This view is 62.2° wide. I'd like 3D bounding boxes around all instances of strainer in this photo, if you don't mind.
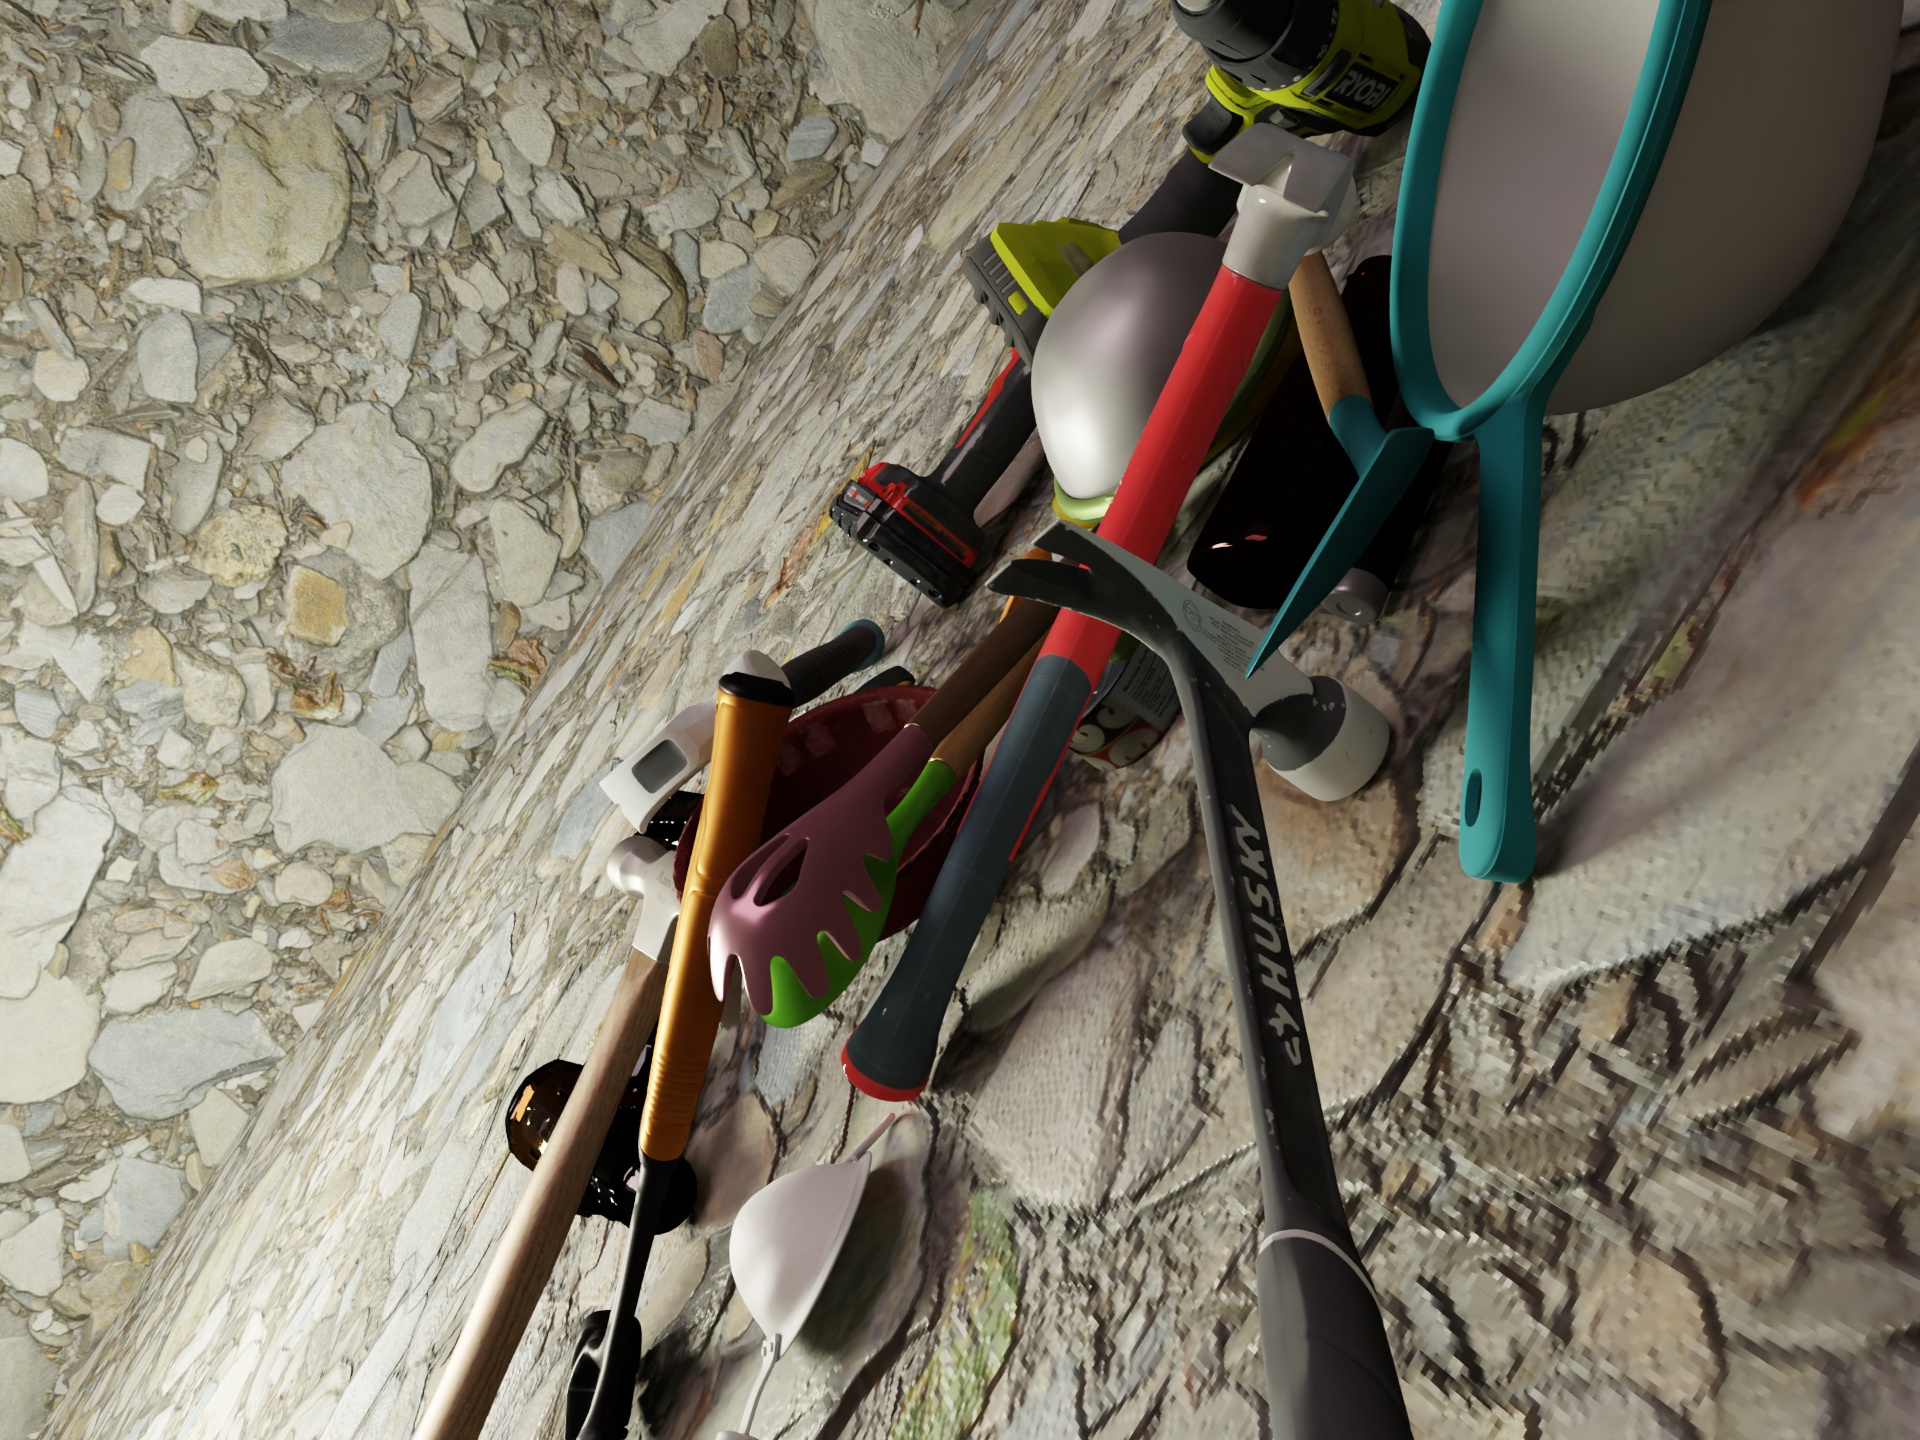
[{"bbox_3d":[0.066,-0.131,0.690,0.151,0.069,0.257,-35,29,40],"label":"strainer"},{"bbox_3d":[-0.079,0.256,0.576,0.086,0.050,0.259,124,165,-55],"label":"strainer"},{"bbox_3d":[0.198,-0.119,0.455,0.211,0.095,0.340,112,165,-79],"label":"strainer"}]

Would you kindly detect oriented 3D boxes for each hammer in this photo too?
[{"bbox_3d":[0.074,0.104,0.351,0.036,0.149,0.409,-41,31,31],"label":"hammer"},{"bbox_3d":[-0.191,0.221,0.765,0.130,0.031,0.331,15,80,53],"label":"hammer"},{"bbox_3d":[-0.117,0.147,0.651,0.127,0.034,0.337,-139,61,-76],"label":"hammer"},{"bbox_3d":[0.034,-0.013,0.555,0.386,0.038,0.143,-66,-8,23],"label":"hammer"},{"bbox_3d":[-0.101,-0.015,0.884,0.128,0.033,0.331,-39,2,17],"label":"hammer"}]

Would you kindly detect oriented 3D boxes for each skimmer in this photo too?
[{"bbox_3d":[0.194,-0.210,0.589,0.127,0.090,0.363,11,67,37],"label":"skimmer"}]

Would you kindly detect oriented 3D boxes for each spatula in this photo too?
[{"bbox_3d":[0.124,-0.123,0.555,0.318,0.044,0.082,-83,15,-55],"label":"spatula"}]

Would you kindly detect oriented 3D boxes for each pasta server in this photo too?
[{"bbox_3d":[-0.001,-0.002,0.667,0.060,0.040,0.316,10,42,34],"label":"pasta server"}]

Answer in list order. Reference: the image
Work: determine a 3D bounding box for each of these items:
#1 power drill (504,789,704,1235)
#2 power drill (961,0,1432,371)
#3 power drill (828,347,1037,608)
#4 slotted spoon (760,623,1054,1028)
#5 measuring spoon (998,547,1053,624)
[{"bbox_3d":[-0.155,0.156,0.852,0.185,0.084,0.226,3,65,59],"label":"power drill"},{"bbox_3d":[0.107,-0.273,0.779,0.190,0.080,0.228,-11,-26,-51],"label":"power drill"},{"bbox_3d":[0.017,-0.193,1.005,0.226,0.080,0.188,-52,20,4],"label":"power drill"},{"bbox_3d":[0.004,0.005,0.698,0.070,0.031,0.314,-5,38,47],"label":"slotted spoon"},{"bbox_3d":[0.026,-0.039,0.769,0.021,0.011,0.116,-24,-31,-30],"label":"measuring spoon"}]
